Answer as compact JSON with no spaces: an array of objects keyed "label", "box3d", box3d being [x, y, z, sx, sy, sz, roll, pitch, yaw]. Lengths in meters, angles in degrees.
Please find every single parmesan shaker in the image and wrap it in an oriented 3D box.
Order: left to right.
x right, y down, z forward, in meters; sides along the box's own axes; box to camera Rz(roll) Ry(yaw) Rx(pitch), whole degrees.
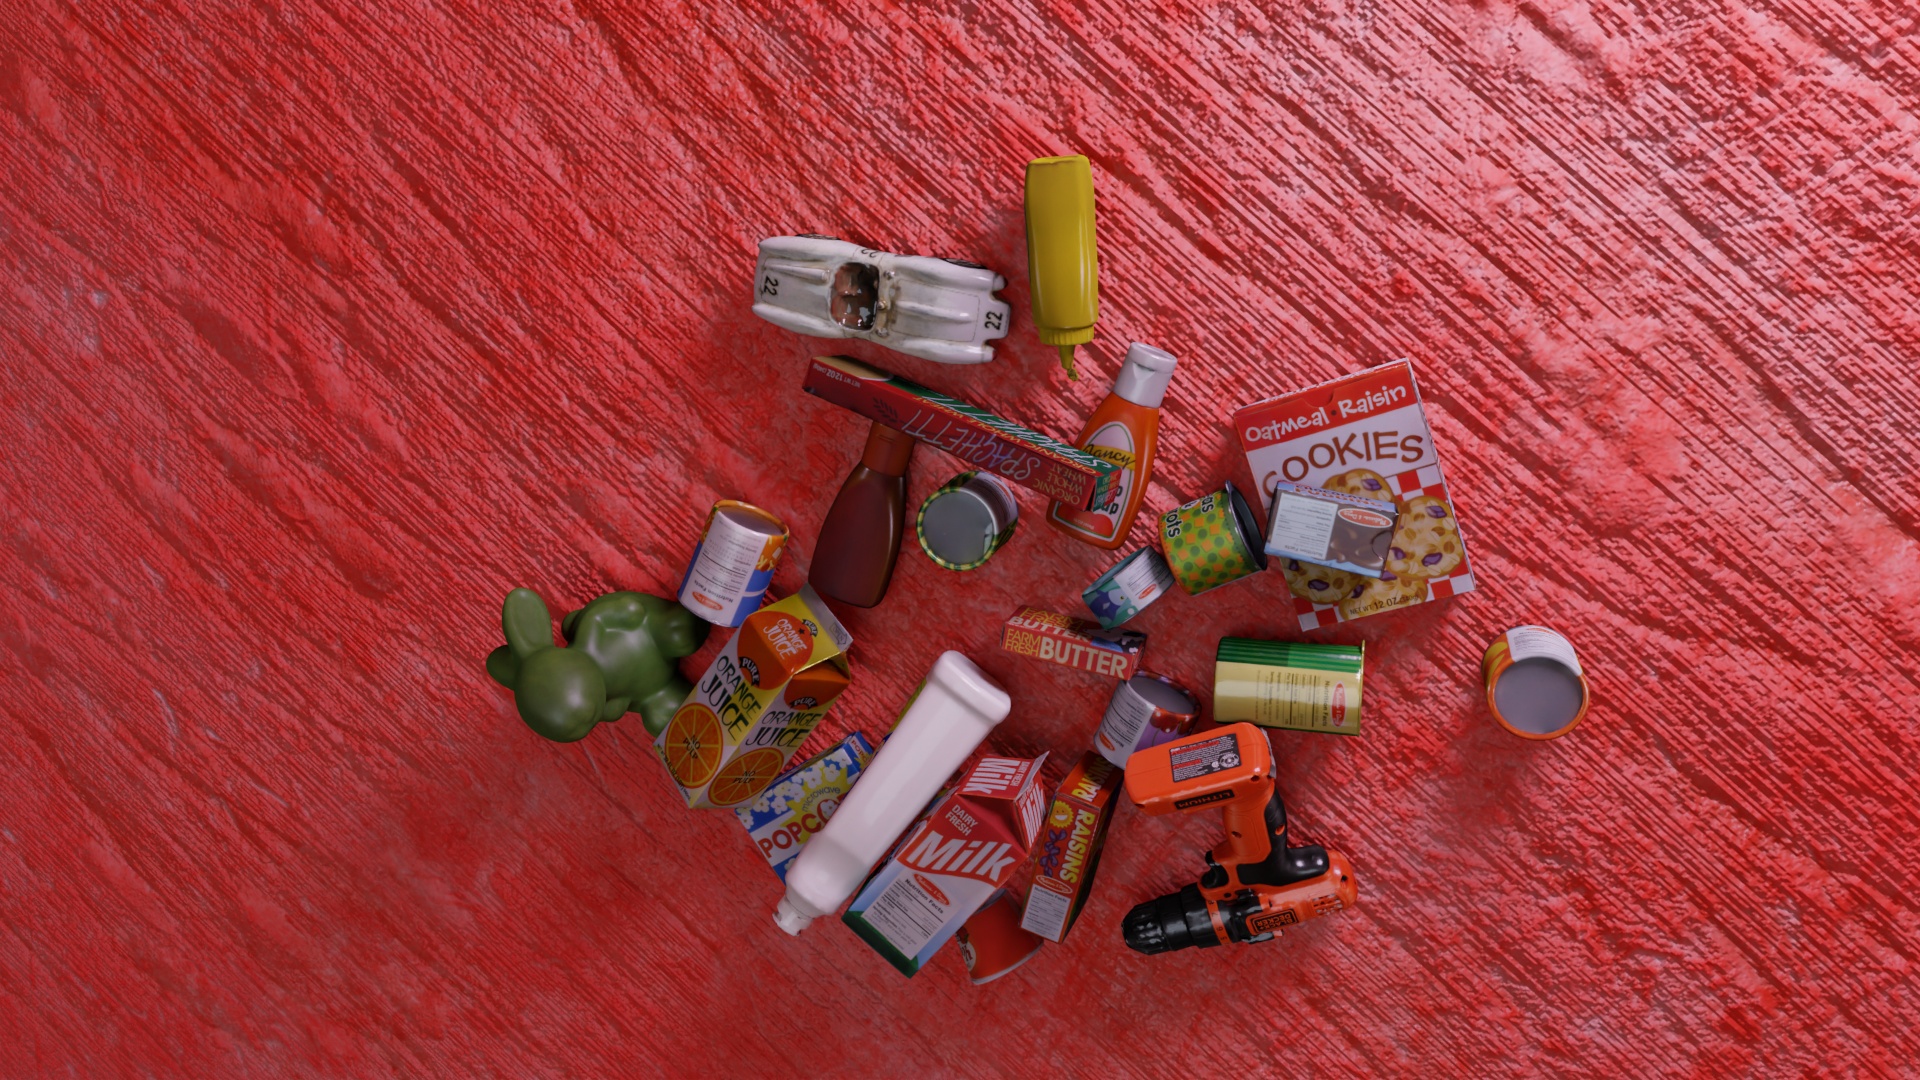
[{"label":"parmesan shaker","box3d":[0.240,0.103,1.014,0.103,0.071,0.071,4,105,17]}]

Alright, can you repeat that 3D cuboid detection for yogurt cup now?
[{"label":"yogurt cup","box3d":[0.027,0.322,1.139,0.072,0.072,0.054,-30,86,22]}]

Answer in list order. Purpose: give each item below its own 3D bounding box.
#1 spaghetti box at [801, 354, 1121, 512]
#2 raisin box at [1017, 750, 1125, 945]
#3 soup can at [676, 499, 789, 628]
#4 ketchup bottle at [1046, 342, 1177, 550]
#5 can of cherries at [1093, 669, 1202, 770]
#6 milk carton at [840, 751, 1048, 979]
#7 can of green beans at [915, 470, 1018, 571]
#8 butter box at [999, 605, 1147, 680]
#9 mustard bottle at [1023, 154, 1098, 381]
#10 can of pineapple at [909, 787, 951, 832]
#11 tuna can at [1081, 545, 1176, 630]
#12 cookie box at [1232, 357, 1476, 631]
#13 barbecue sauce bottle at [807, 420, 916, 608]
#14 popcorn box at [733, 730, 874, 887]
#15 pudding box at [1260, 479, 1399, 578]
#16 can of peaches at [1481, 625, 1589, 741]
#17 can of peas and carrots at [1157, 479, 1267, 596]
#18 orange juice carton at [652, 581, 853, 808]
[{"label":"spaghetti box","box3d":[-0.001,-0.082,1.022,0.250,0.050,0.028,24,110,22]},{"label":"raisin box","box3d":[0.088,0.238,1.085,0.040,0.086,0.123,20,109,16]},{"label":"soup can","box3d":[-0.182,0.017,1.120,0.071,0.071,0.083,27,106,9]},{"label":"ketchup bottle","box3d":[0.116,-0.070,1.019,0.065,0.044,0.148,24,109,13]},{"label":"can of cherries","box3d":[0.144,0.139,1.055,0.071,0.072,0.058,24,109,10]},{"label":"milk carton","box3d":[0.000,0.235,1.055,0.073,0.072,0.190,41,111,2]},{"label":"can of green beans","box3d":[0.005,-0.015,1.059,0.071,0.058,0.071,4,106,16]},{"label":"butter box","box3d":[0.086,0.078,1.061,0.103,0.053,0.024,13,106,13]},{"label":"mustard bottle","box3d":[0.073,-0.191,0.990,0.049,0.065,0.159,0,108,13]},{"label":"can of pineapple","box3d":[-0.002,0.240,1.128,0.071,0.058,0.070,4,106,16]},{"label":"tuna can","box3d":[0.124,0.035,1.033,0.071,0.071,0.033,-37,91,22]},{"label":"cookie box","box3d":[0.278,-0.031,0.980,0.123,0.040,0.167,-16,99,20]},{"label":"barbecue sauce bottle","box3d":[-0.071,-0.024,1.088,0.065,0.044,0.148,22,109,10]},{"label":"popcorn box","box3d":[-0.117,0.228,1.170,0.126,0.038,0.085,-32,93,22]},{"label":"pudding box","box3d":[0.254,-0.008,0.956,0.084,0.030,0.049,13,108,13]},{"label":"can of peaches","box3d":[0.400,0.101,0.968,0.071,0.058,0.071,4,105,16]},{"label":"can of peas and carrots","box3d":[0.181,-0.001,1.004,0.058,0.071,0.071,-23,97,22]},{"label":"orange juice carton","box3d":[-0.159,0.126,1.123,0.192,0.073,0.072,-52,56,18]}]
